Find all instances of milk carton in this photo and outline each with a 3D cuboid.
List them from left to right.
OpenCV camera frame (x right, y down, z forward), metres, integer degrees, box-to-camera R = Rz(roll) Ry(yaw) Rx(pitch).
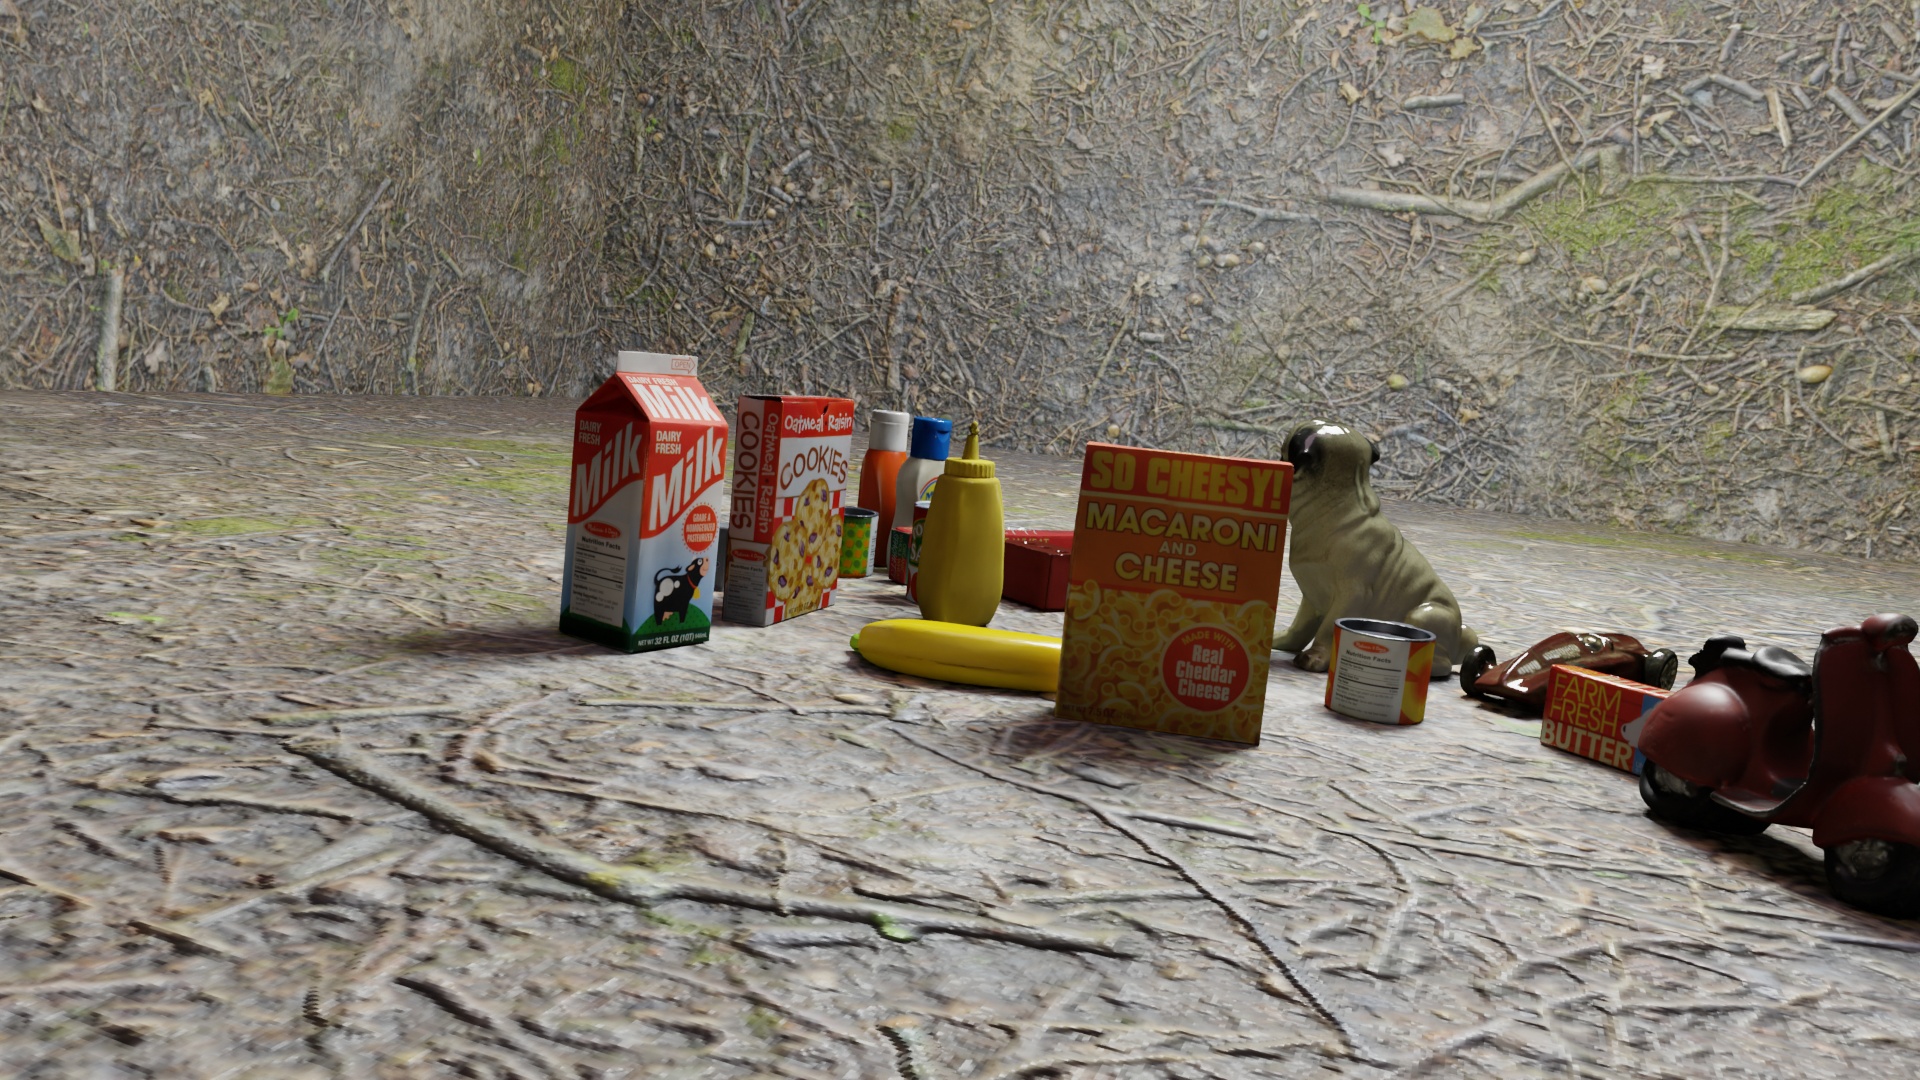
[{"bbox_3d":[-0.207,-0.028,0.917,0.073,0.190,0.072,11,8,34],"label":"milk carton"}]

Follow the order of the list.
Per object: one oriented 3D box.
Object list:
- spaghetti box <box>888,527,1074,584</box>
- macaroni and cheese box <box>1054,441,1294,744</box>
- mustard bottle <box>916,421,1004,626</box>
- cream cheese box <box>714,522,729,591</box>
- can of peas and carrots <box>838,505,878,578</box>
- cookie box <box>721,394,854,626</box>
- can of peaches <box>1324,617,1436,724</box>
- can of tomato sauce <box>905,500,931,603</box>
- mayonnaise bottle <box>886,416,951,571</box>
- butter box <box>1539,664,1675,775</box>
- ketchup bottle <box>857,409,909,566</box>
[{"bbox_3d":[0.046,0.015,1.316,0.250,0.050,0.029,1,9,-33],"label":"spaghetti box"},{"bbox_3d":[0.127,0.029,0.833,0.124,0.166,0.040,7,7,8],"label":"macaroni and cheese box"},{"bbox_3d":[0.004,-0.014,1.084,0.065,0.160,0.049,0,9,-38],"label":"mustard bottle"},{"bbox_3d":[-0.229,0.007,1.151,0.104,0.053,0.024,9,8,26],"label":"cream cheese box"},{"bbox_3d":[-0.113,0.000,1.276,0.071,0.058,0.071,6,7,-1],"label":"can of peas and carrots"},{"bbox_3d":[-0.128,-0.027,1.055,0.040,0.167,0.123,8,8,19],"label":"cookie box"},{"bbox_3d":[0.282,0.087,0.933,0.071,0.058,0.071,6,7,-1],"label":"can of peaches"},{"bbox_3d":[-0.011,0.012,1.174,0.071,0.083,0.071,6,7,-1],"label":"can of tomato sauce"},{"bbox_3d":[-0.033,-0.041,1.307,0.065,0.147,0.041,-1,9,-42],"label":"mayonnaise bottle"},{"bbox_3d":[0.409,0.113,0.853,0.024,0.053,0.103,2,9,-31],"label":"butter box"},{"bbox_3d":[-0.076,-0.052,1.353,0.043,0.148,0.065,2,8,-26],"label":"ketchup bottle"}]
